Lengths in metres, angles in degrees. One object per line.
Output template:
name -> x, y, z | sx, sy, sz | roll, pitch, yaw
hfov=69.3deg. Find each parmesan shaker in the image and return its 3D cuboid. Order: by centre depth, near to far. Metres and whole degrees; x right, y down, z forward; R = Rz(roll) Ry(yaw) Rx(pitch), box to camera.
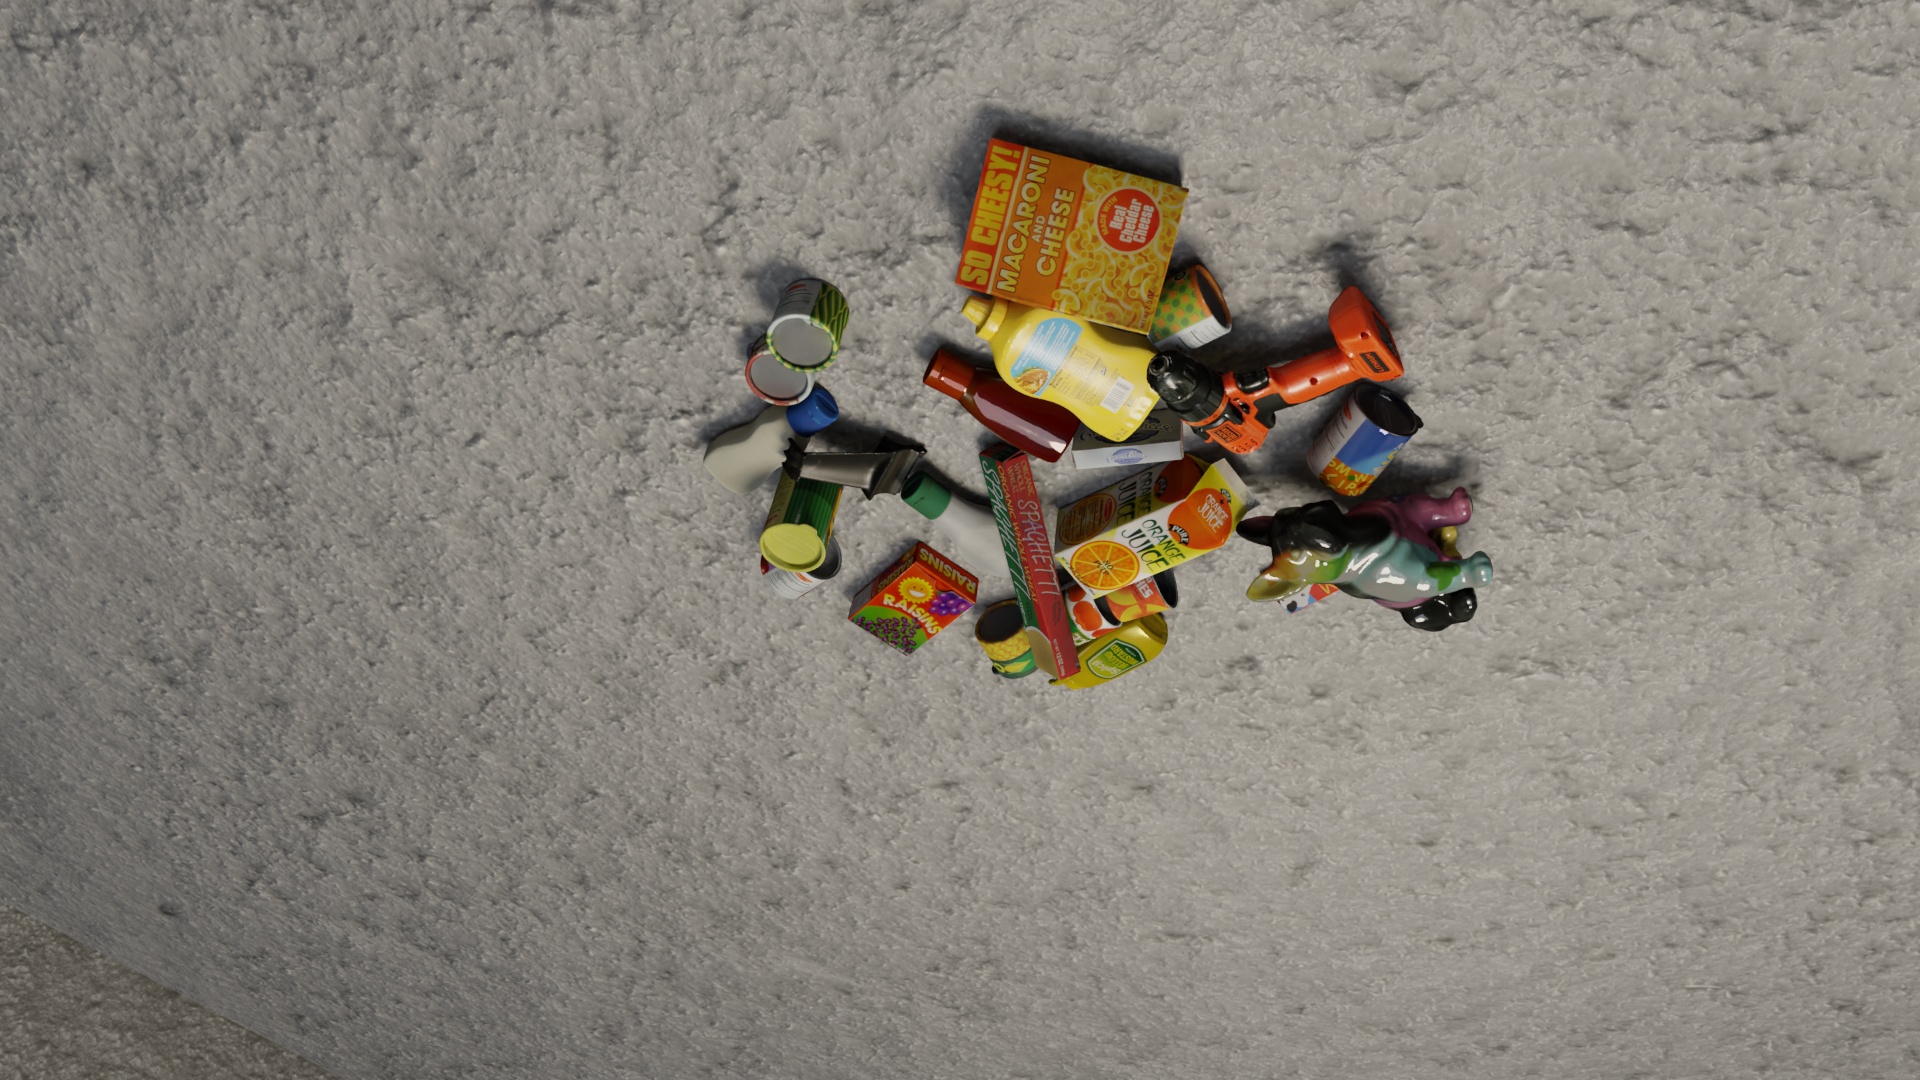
parmesan shaker -> -0.156, -0.028, 1.392 | 0.071, 0.103, 0.071 | 5, 134, 5

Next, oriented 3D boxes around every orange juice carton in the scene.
orange juice carton -> 0.191, -0.021, 1.361 | 0.192, 0.073, 0.071 | -25, 124, 28

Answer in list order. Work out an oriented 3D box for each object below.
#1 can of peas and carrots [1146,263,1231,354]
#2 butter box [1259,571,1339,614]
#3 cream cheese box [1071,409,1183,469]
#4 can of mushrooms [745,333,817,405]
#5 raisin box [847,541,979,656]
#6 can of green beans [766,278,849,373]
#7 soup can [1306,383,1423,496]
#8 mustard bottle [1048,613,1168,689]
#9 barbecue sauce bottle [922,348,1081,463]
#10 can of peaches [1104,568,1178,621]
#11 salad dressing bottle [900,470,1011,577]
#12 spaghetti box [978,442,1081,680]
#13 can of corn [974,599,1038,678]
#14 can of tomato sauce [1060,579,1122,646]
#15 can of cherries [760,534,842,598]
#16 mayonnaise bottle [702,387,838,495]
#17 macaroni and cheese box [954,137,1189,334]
can of peas and carrots -> 0.192, -0.200, 1.200 | 0.058, 0.071, 0.071 | -25, 124, 28
butter box -> 0.362, 0.033, 1.416 | 0.103, 0.024, 0.053 | -33, 120, 33
cream cheese box -> 0.158, -0.096, 1.310 | 0.104, 0.054, 0.024 | -5, 130, 14
can of mushrooms -> -0.171, -0.163, 1.317 | 0.071, 0.034, 0.070 | 5, 134, 5
raisin box -> -0.051, 0.065, 1.506 | 0.086, 0.040, 0.123 | 35, 128, -21
can of green beans -> -0.138, -0.195, 1.264 | 0.071, 0.058, 0.071 | 5, 133, 5
soup can -> 0.369, -0.090, 1.270 | 0.071, 0.072, 0.083 | 21, 133, -10
mustard bottle -> 0.154, 0.126, 1.522 | 0.065, 0.049, 0.159 | 36, 128, -21
barbecue sauce bottle -> 0.038, -0.131, 1.301 | 0.148, 0.044, 0.064 | 26, 103, -12
can of peaches -> 0.183, 0.045, 1.427 | 0.058, 0.071, 0.071 | -19, 127, 26
salad dressing bottle -> 0.005, -0.018, 1.407 | 0.147, 0.044, 0.064 | 36, 121, -28
spaghetti box -> 0.070, 0.022, 1.388 | 0.029, 0.050, 0.249 | -25, 114, -22
can of corn -> 0.054, 0.108, 1.508 | 0.071, 0.071, 0.058 | -15, 128, 22
can of tomato sauce -> 0.121, 0.079, 1.469 | 0.083, 0.071, 0.071 | -27, 123, 30
can of cherries -> -0.168, 0.020, 1.465 | 0.071, 0.072, 0.058 | 37, 134, -23
mayonnaise bottle -> -0.184, -0.101, 1.373 | 0.147, 0.041, 0.064 | -29, 123, 29
macaroni and cheese box -> 0.090, -0.251, 1.149 | 0.166, 0.040, 0.123 | 14, 102, -3
